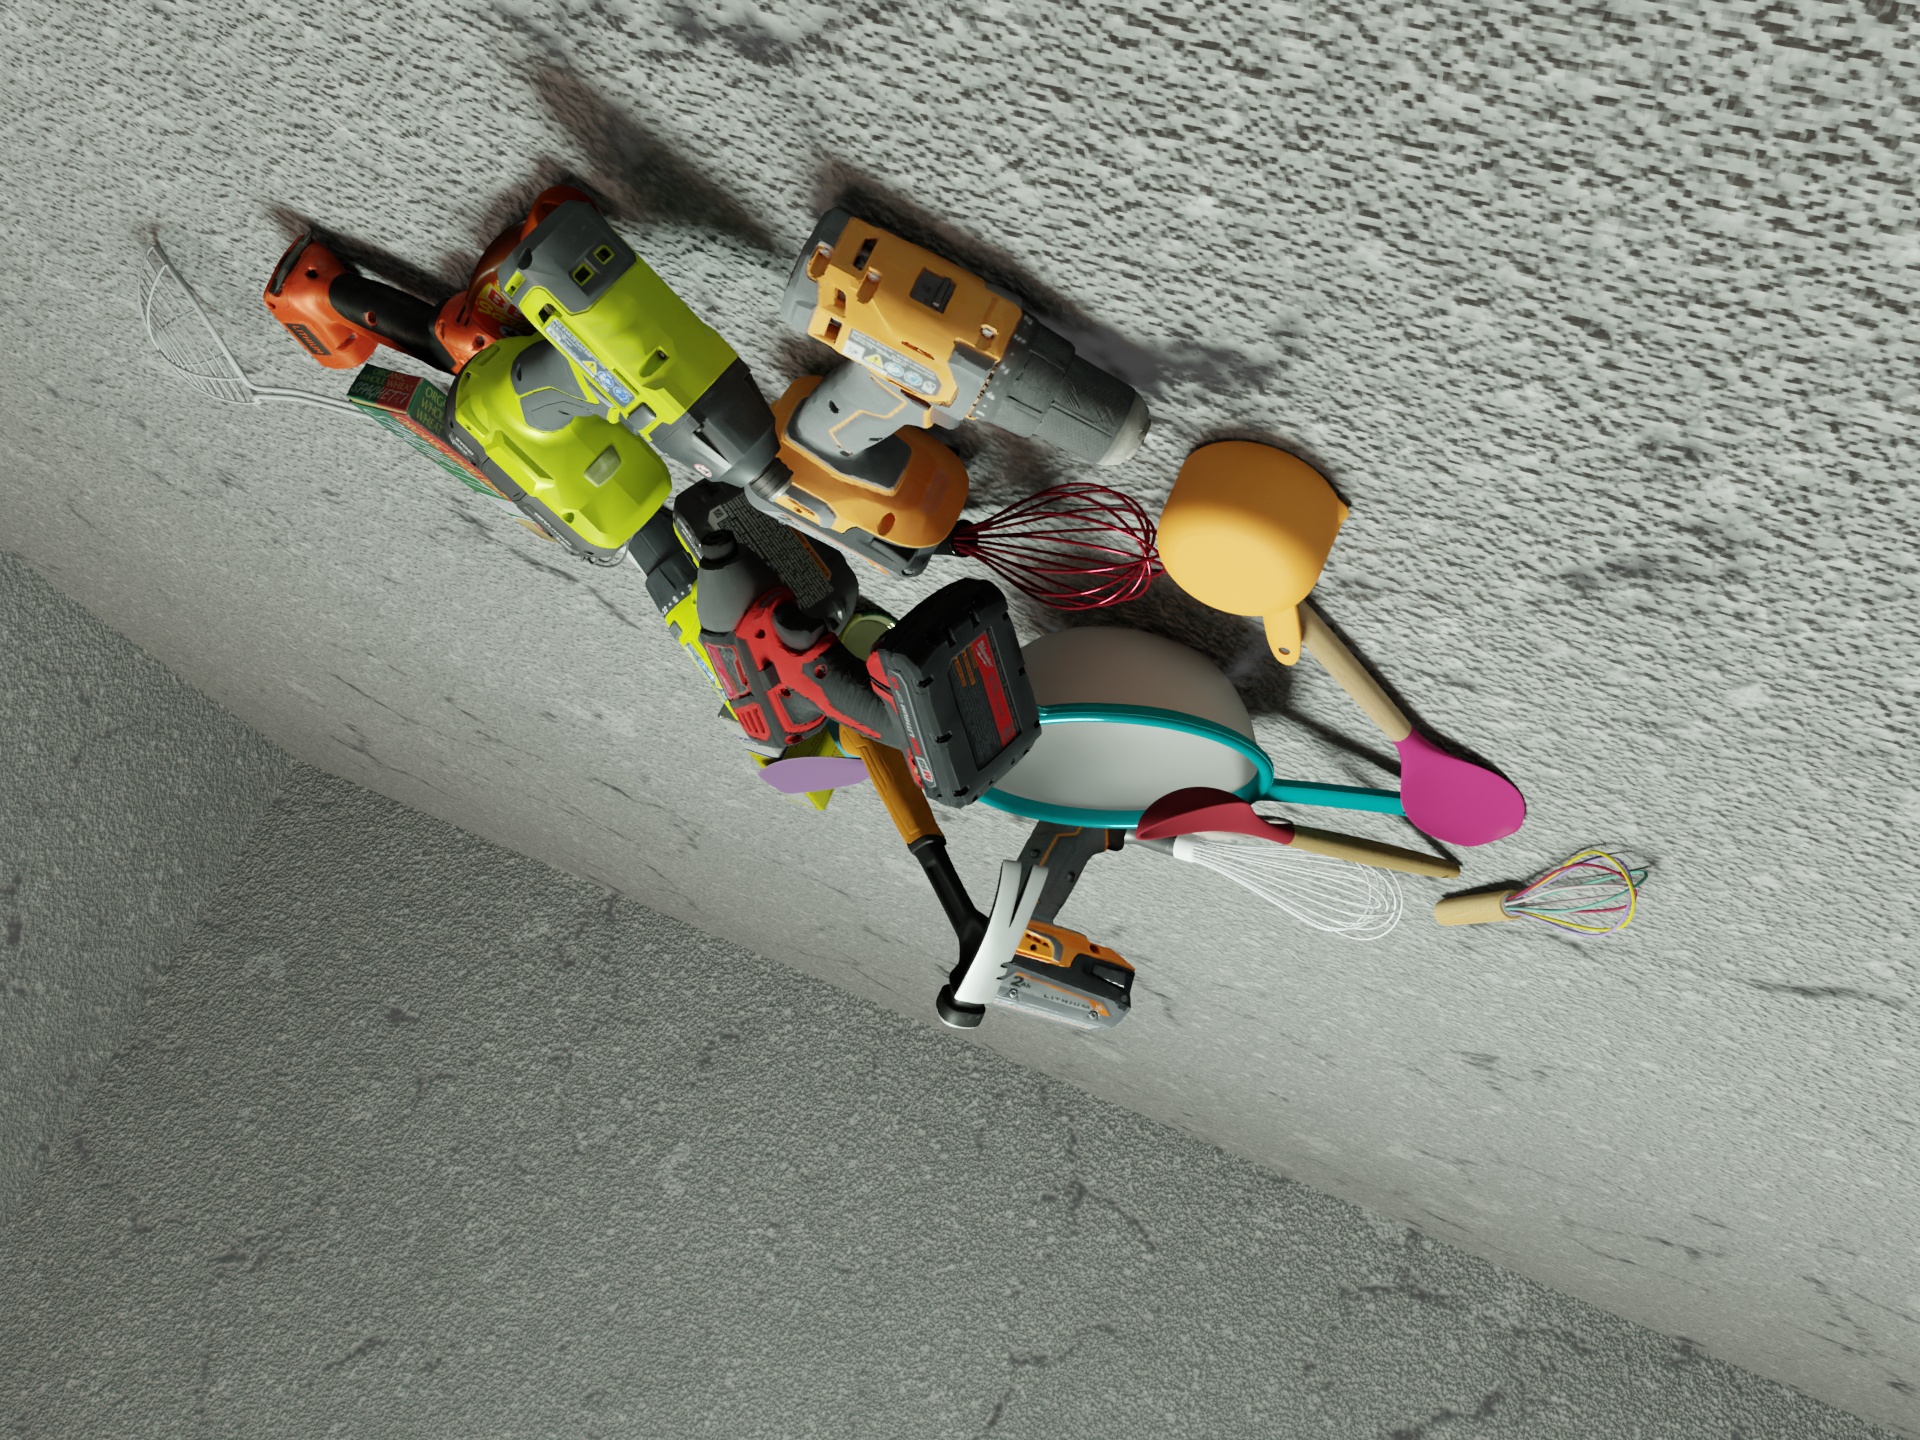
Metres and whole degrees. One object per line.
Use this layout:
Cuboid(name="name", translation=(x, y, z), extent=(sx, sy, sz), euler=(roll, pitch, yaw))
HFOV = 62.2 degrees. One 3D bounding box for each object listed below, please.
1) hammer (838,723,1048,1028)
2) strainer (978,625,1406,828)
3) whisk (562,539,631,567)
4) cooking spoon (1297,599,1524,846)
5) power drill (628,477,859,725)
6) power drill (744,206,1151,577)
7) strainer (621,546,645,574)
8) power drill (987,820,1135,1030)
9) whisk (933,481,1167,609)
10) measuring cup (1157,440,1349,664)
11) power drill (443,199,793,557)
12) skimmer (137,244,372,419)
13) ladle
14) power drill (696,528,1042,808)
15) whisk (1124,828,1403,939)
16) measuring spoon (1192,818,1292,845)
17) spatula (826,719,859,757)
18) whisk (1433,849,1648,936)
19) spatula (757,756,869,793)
Cuboid(name="hammer", translation=(-0.029, 0.071, 1.164), extent=(0.034, 0.127, 0.337), euler=(11, -156, -27))
Cuboid(name="strainer", translation=(0.159, 0.004, 1.045), extent=(0.340, 0.095, 0.211), euler=(7, 159, -10))
Cuboid(name="whisk", translation=(-0.236, -0.171, 1.081), extent=(0.055, 0.055, 0.239), euler=(28, 149, -6))
Cuboid(name="cooking spoon", translation=(0.254, -0.008, 0.962), extent=(0.069, 0.017, 0.318), euler=(-25, 131, 31))
Cuboid(name="power drill", translation=(-0.165, -0.096, 1.137), extent=(0.190, 0.080, 0.228), euler=(54, 158, 0))
Cuboid(name="power drill", translation=(-0.015, -0.154, 0.835), extent=(0.185, 0.084, 0.226), euler=(26, 157, -7))
Cuboid(name="strainer", translation=(-0.239, -0.108, 1.314), extent=(0.087, 0.050, 0.258), euler=(-5, 145, 29))
Cuboid(name="power drill", translation=(0.094, 0.104, 1.152), extent=(0.164, 0.227, 0.084), euler=(17, 164, -7))
Cuboid(name="whisk", translation=(0.014, -0.108, 0.953), extent=(0.296, 0.073, 0.073), euler=(11, 158, 50))
Cuboid(name="measuring cup", translation=(0.156, -0.068, 0.840), extent=(0.095, 0.052, 0.173), euler=(11, 147, 28))
Cuboid(name="power drill", translation=(-0.189, -0.167, 0.864), extent=(0.171, 0.080, 0.223), euler=(45, 155, -17))
Cuboid(name="skimmer", translation=(-0.432, -0.256, 1.179), extent=(0.363, 0.090, 0.127), euler=(15, 162, -1))
Cuboid(name="ladle", translation=(0.238, 0.081, 1.069), extent=(0.315, 0.031, 0.069), euler=(13, 151, -36))
Cuboid(name="power drill", translation=(-0.068, -0.037, 0.926), extent=(0.220, 0.078, 0.143), euler=(15, 134, 41))
Cuboid(name="whisk", translation=(0.209, 0.107, 1.256), extent=(0.285, 0.070, 0.070), euler=(15, 159, 28))
Cuboid(name="measuring spoon", translation=(0.220, 0.084, 1.280), extent=(0.034, 0.018, 0.124), euler=(39, 151, -27))
Cuboid(name="spatula", translation=(0.038, 0.043, 1.353), extent=(0.318, 0.044, 0.082), euler=(17, 157, 22))
Cuboid(name="whisk", translation=(0.400, 0.124, 1.117), extent=(0.047, 0.051, 0.245), euler=(48, 165, 0))
Cuboid(name="spatula", translation=(-0.037, 0.030, 1.305), extent=(0.316, 0.018, 0.059), euler=(-10, 147, 31))
